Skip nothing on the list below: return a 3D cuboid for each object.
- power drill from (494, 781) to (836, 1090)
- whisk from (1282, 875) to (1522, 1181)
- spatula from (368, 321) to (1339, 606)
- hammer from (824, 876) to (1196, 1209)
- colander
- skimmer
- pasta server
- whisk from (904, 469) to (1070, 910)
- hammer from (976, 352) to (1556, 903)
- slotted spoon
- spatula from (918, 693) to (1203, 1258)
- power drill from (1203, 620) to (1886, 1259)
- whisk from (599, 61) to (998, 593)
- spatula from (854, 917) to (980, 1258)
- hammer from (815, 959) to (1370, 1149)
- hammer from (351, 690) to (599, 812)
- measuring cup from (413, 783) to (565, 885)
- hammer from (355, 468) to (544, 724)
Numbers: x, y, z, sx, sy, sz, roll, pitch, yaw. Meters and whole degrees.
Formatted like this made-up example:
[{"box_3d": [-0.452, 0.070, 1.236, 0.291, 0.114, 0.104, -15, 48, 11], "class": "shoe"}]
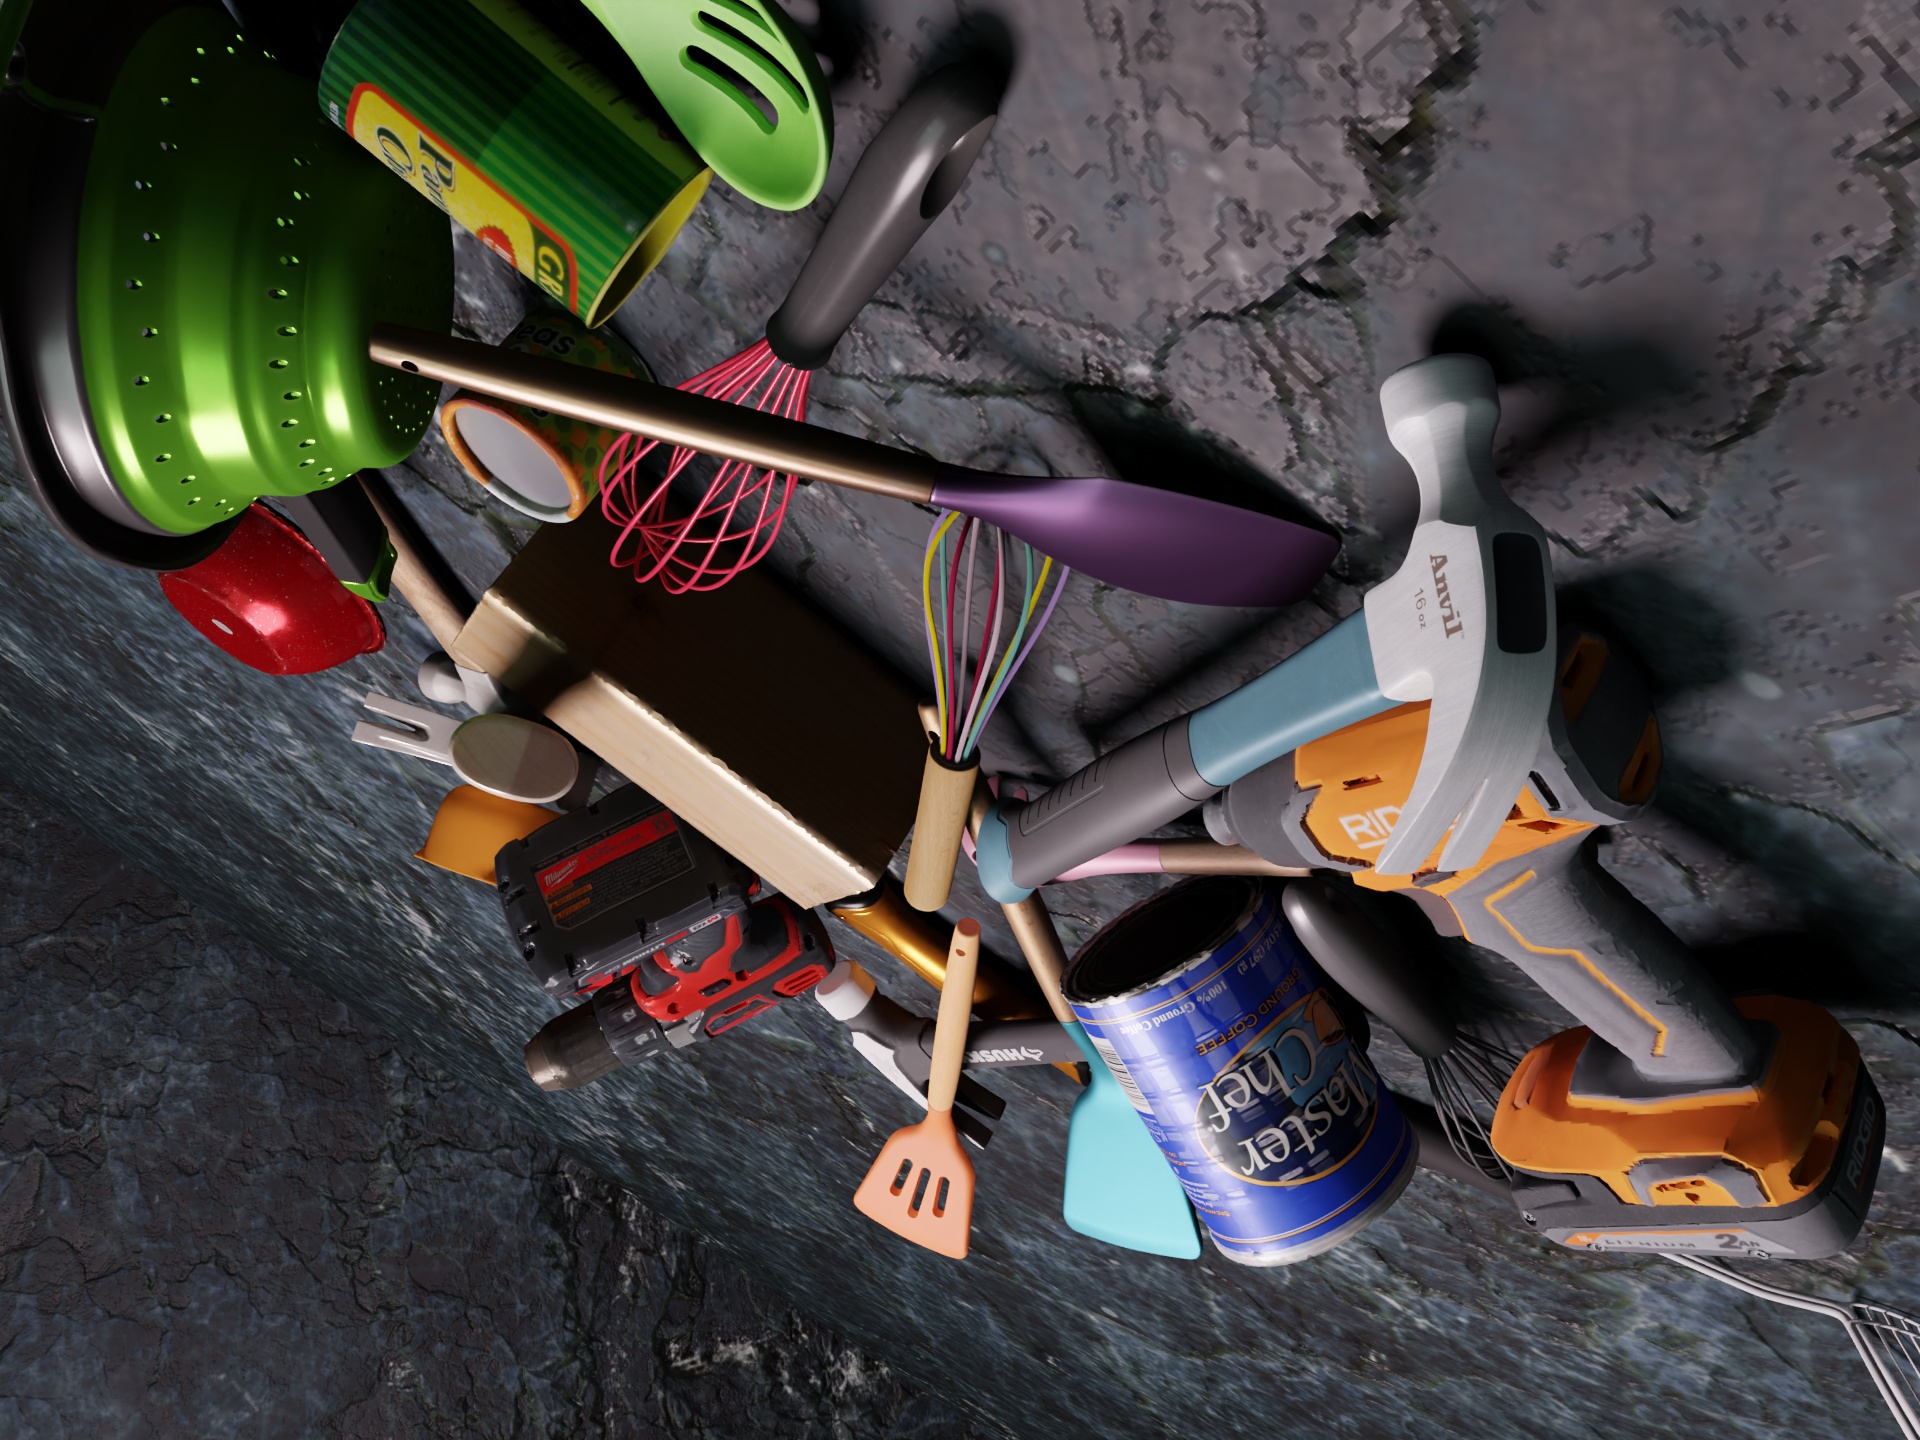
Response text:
[{"box_3d": [-0.174, 0.128, 0.859, 0.080, 0.188, 0.226, 61, 174, 25], "class": "power drill"}, {"box_3d": [0.202, 0.137, 0.684, 0.055, 0.055, 0.238, -2, 142, 48], "class": "whisk"}, {"box_3d": [-0.034, -0.082, 0.518, 0.316, 0.018, 0.059, 14, 151, -5], "class": "spatula"}, {"box_3d": [0.056, 0.196, 0.966, 0.336, 0.034, 0.127, 37, 151, -10], "class": "hammer"}, {"box_3d": [-0.242, -0.125, 0.626, 0.094, 0.205, 0.397, 8, 163, -3], "class": "colander"}, {"box_3d": [0.324, 0.281, 0.767, 0.363, 0.090, 0.127, 21, -177, 25], "class": "skimmer"}, {"box_3d": [0.113, 0.051, 0.676, 0.316, 0.040, 0.060, -5, 136, 44], "class": "pasta server"}, {"box_3d": [-0.003, -0.002, 0.635, 0.051, 0.047, 0.244, 32, 140, 19], "class": "whisk"}, {"box_3d": [0.080, 0.011, 0.543, 0.033, 0.128, 0.331, -1, 163, -23], "class": "hammer"}, {"box_3d": [-0.160, -0.253, 0.448, 0.313, 0.031, 0.070, 36, 153, -4], "class": "slotted spoon"}, {"box_3d": [0.040, 0.125, 0.745, 0.082, 0.044, 0.317, 0, 126, 39], "class": "spatula"}, {"box_3d": [0.192, 0.080, 0.548, 0.164, 0.084, 0.226, -20, 113, 50], "class": "power drill"}, {"box_3d": [-0.062, -0.118, 0.540, 0.073, 0.073, 0.296, 37, 147, -11], "class": "whisk"}, {"box_3d": [-0.013, 0.212, 0.903, 0.081, 0.041, 0.322, 23, 141, 13], "class": "spatula"}, {"box_3d": [0.072, 0.176, 0.865, 0.335, 0.035, 0.146, -15, 124, 44], "class": "hammer"}, {"box_3d": [-0.247, 0.014, 0.807, 0.146, 0.038, 0.411, 19, 173, -15], "class": "hammer"}, {"box_3d": [-0.253, 0.072, 0.917, 0.095, 0.052, 0.174, 22, 170, -25], "class": "measuring cup"}, {"box_3d": [-0.312, -0.106, 0.844, 0.130, 0.031, 0.331, 15, 148, 30], "class": "hammer"}]
